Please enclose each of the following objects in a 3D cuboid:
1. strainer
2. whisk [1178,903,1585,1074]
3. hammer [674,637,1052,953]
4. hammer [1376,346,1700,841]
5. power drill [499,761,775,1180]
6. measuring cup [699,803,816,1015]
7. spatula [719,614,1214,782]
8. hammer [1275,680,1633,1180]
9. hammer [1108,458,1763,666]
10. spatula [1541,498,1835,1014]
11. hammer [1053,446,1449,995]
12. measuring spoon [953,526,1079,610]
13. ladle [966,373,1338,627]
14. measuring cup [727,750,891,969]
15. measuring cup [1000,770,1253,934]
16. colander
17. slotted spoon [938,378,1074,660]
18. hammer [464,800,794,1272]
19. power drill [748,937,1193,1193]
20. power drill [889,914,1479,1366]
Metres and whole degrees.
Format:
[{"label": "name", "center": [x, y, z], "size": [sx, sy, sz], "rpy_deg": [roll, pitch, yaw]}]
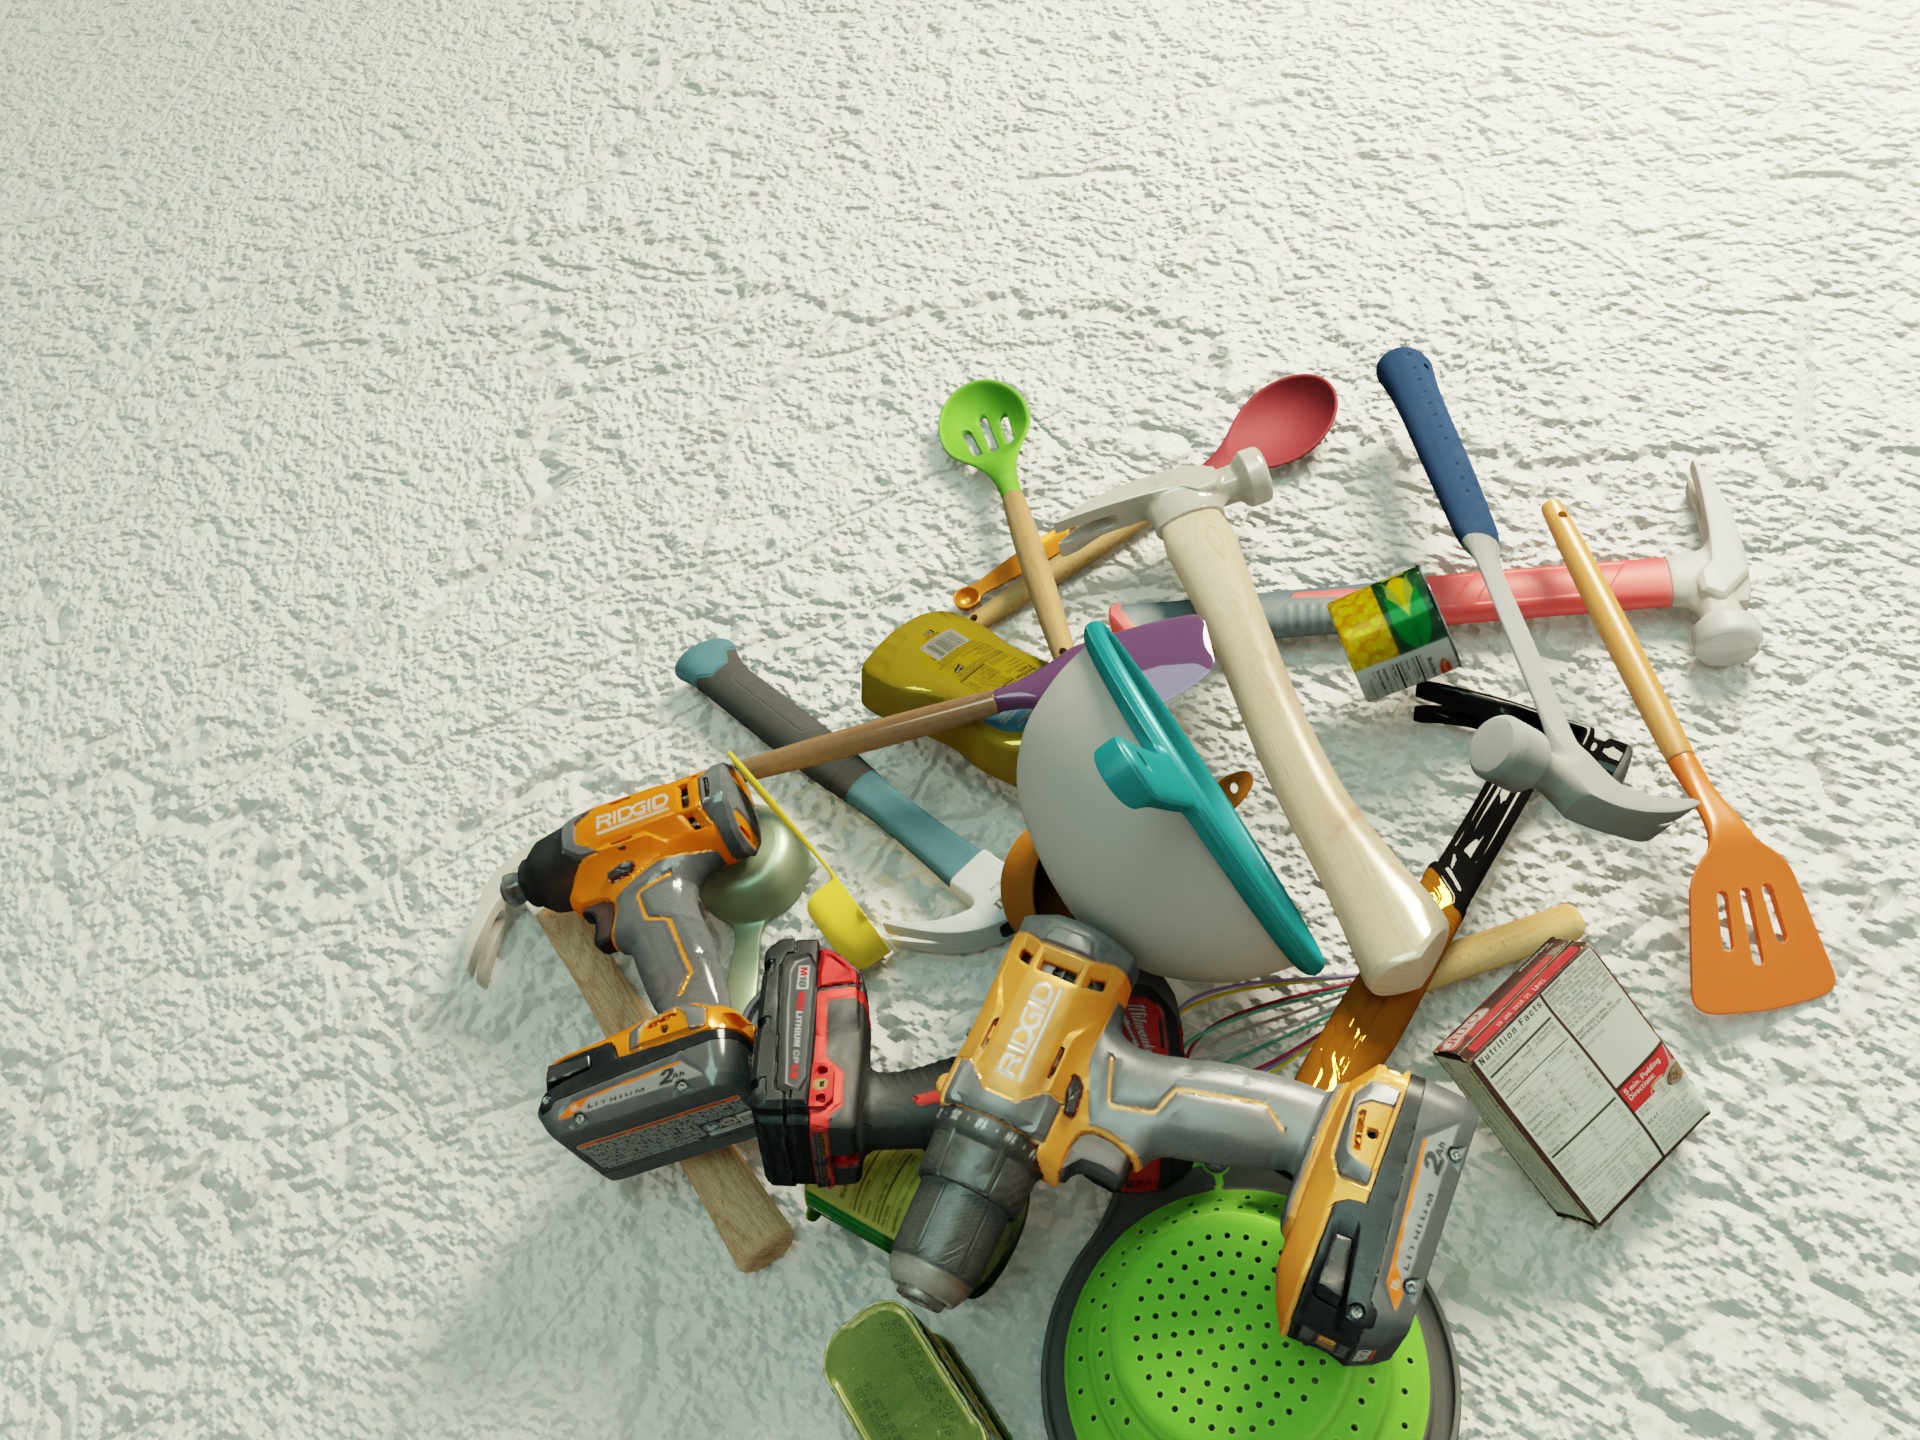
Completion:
[{"label": "strainer", "center": [0.075, 0.054, 0.756], "size": [0.095, 0.340, 0.211], "rpy_deg": [-34, 77, 10]}, {"label": "whisk", "center": [0.225, 0.150, 0.866], "size": [0.245, 0.051, 0.047], "rpy_deg": [-18, 39, -4]}, {"label": "hammer", "center": [-0.072, 0.035, 1.033], "size": [0.128, 0.033, 0.331], "rpy_deg": [-43, 56, -17]}, {"label": "hammer", "center": [0.312, -0.093, 0.935], "size": [0.035, 0.144, 0.406], "rpy_deg": [-49, 29, 35]}, {"label": "power drill", "center": [-0.191, 0.141, 0.924], "size": [0.164, 0.084, 0.227], "rpy_deg": [-19, 50, 7]}, {"label": "measuring cup", "center": [-0.137, 0.124, 0.984], "size": [0.083, 0.038, 0.168], "rpy_deg": [-7, 52, 11]}, {"label": "spatula", "center": [-0.002, -0.003, 0.967], "size": [0.316, 0.018, 0.060], "rpy_deg": [-15, 56, 13]}, {"label": "hammer", "center": [0.243, 0.106, 0.854], "size": [0.127, 0.034, 0.337], "rpy_deg": [22, 52, 28]}, {"label": "hammer", "center": [0.288, -0.087, 1.015], "size": [0.386, 0.038, 0.143], "rpy_deg": [-4, 54, 13]}, {"label": "spatula", "center": [0.391, 0.006, 0.895], "size": [0.081, 0.041, 0.323], "rpy_deg": [-8, 58, -7]}, {"label": "hammer", "center": [0.169, -0.012, 0.931], "size": [0.146, 0.038, 0.411], "rpy_deg": [-18, 46, 3]}, {"label": "measuring spoon", "center": [0.045, -0.109, 1.117], "size": [0.117, 0.011, 0.021], "rpy_deg": [-33, 53, -12]}, {"label": "ladle", "center": [0.129, -0.144, 1.106], "size": [0.315, 0.031, 0.069], "rpy_deg": [-33, 53, -6]}, {"label": "measuring cup", "center": [-0.100, 0.086, 0.959], "size": [0.029, 0.062, 0.156], "rpy_deg": [-39, 85, -7]}, {"label": "measuring cup", "center": [0.098, 0.076, 0.937], "size": [0.173, 0.095, 0.052], "rpy_deg": [-32, 12, -26]}, {"label": "colander", "center": [0.134, 0.366, 0.706], "size": [0.204, 0.094, 0.398], "rpy_deg": [-9, 54, 9]}, {"label": "slotted spoon", "center": [0.040, -0.137, 1.102], "size": [0.070, 0.031, 0.314], "rpy_deg": [-21, 45, 6]}, {"label": "hammer", "center": [-0.198, 0.192, 0.959], "size": [0.130, 0.031, 0.332], "rpy_deg": [-35, 54, -10]}, {"label": "power drill", "center": [0.008, 0.172, 0.827], "size": [0.219, 0.078, 0.143], "rpy_deg": [-1, 44, 1]}, {"label": "power drill", "center": [0.092, 0.205, 0.706], "size": [0.226, 0.084, 0.185], "rpy_deg": [20, 63, 18]}]
